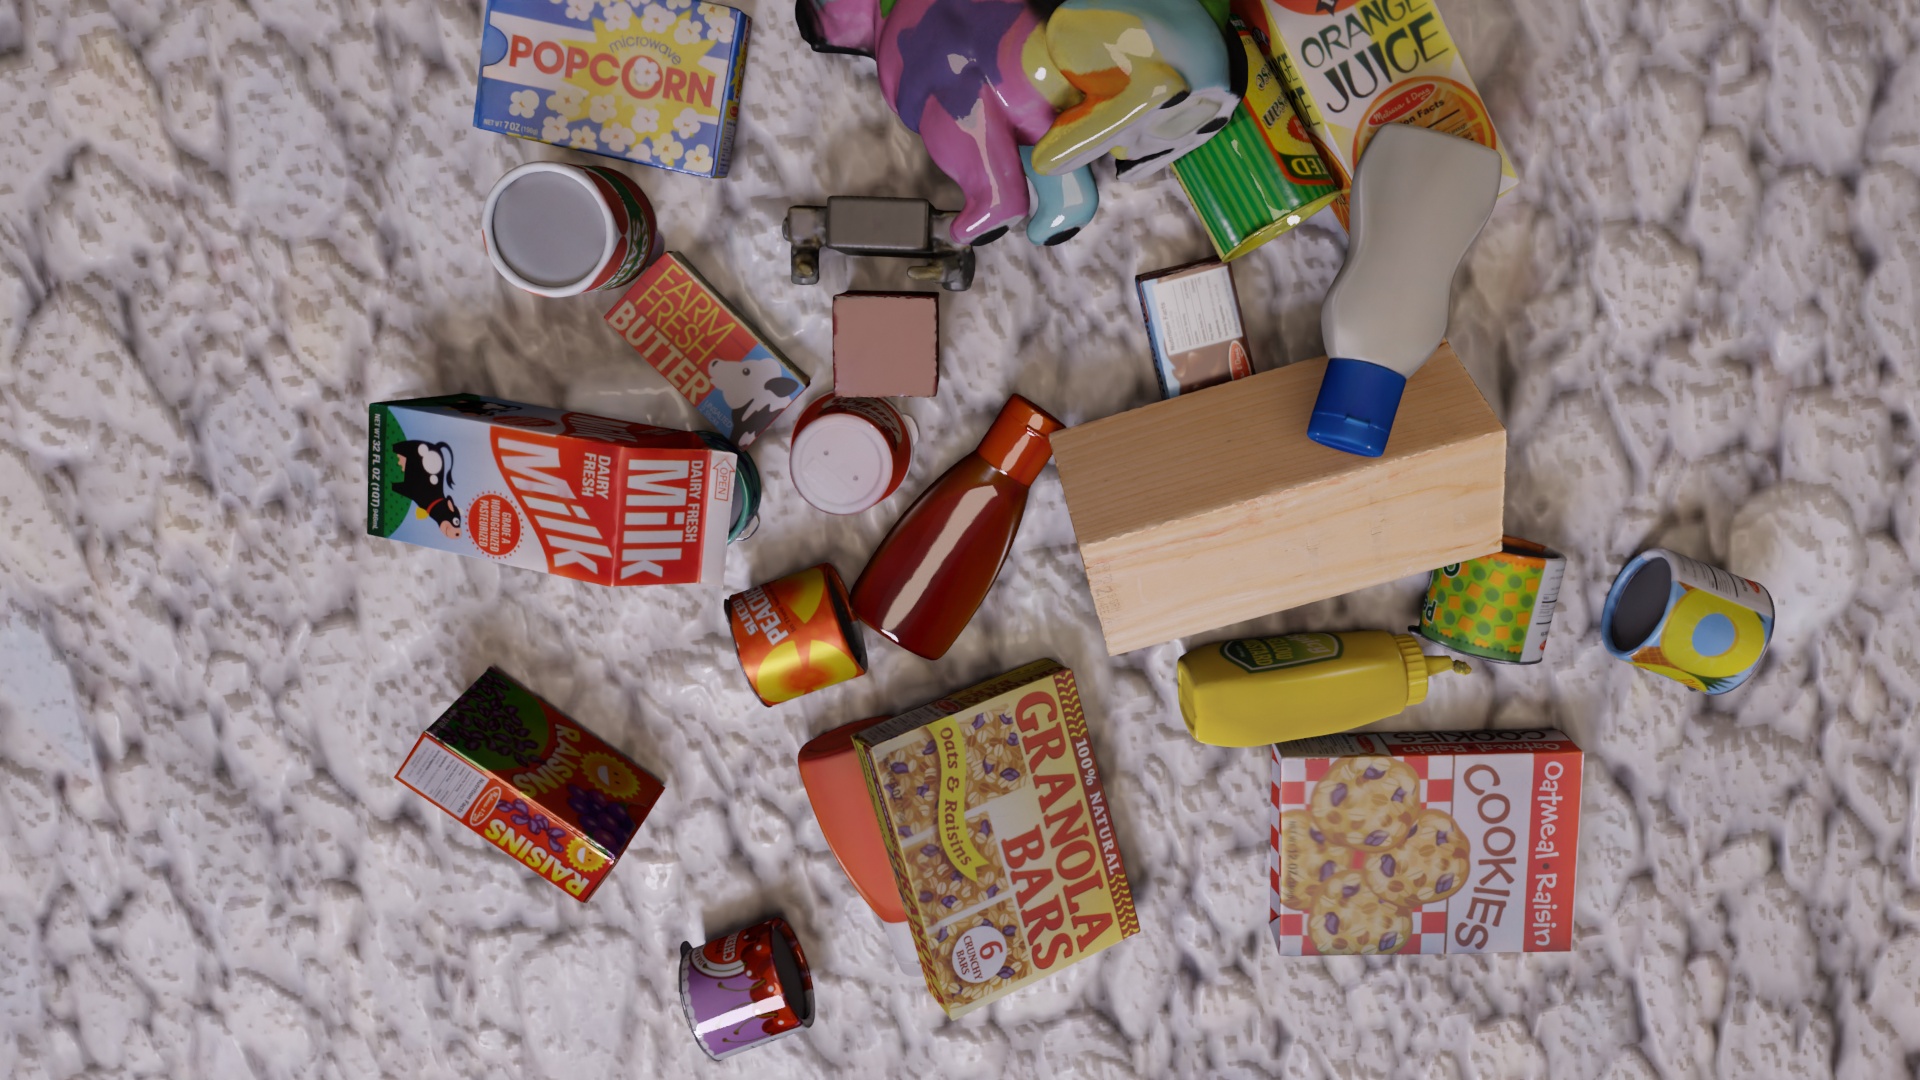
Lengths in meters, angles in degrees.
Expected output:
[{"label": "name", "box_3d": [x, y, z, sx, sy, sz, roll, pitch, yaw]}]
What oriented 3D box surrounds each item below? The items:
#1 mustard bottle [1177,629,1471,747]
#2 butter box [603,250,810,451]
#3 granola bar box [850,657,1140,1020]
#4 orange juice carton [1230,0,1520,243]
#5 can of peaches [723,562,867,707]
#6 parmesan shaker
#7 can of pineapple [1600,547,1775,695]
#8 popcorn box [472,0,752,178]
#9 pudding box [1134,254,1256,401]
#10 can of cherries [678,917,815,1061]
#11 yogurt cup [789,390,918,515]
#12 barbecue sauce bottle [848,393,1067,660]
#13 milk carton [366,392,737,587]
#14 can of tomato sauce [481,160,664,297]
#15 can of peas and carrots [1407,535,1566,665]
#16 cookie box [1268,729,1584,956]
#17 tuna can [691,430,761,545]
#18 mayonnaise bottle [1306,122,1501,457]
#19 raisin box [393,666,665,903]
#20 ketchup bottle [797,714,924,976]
[{"label": "mustard bottle", "box_3d": [0.202, 0.076, 0.766, 0.160, 0.065, 0.048, -8, 108, -3]}, {"label": "butter box", "box_3d": [-0.136, -0.102, 0.750, 0.103, 0.024, 0.053, 44, 99, -8]}, {"label": "granola bar box", "box_3d": [0.022, 0.164, 0.778, 0.124, 0.039, 0.165, -19, 103, -19]}, {"label": "orange juice carton", "box_3d": [0.193, -0.242, 0.689, 0.073, 0.072, 0.192, -29, 101, 7]}, {"label": "can of peaches", "box_3d": [-0.089, 0.050, 0.760, 0.058, 0.071, 0.071, -19, 102, 4]}, {"label": "parmesan shaker", "box_3d": [0.134, -0.200, 0.690, 0.071, 0.071, 0.103, -29, 90, 7]}, {"label": "can of pineapple", "box_3d": [0.391, 0.045, 0.752, 0.058, 0.071, 0.071, 21, 102, -3]}, {"label": "popcorn box", "box_3d": [-0.177, -0.240, 0.713, 0.127, 0.038, 0.085, 11, 104, -2]}, {"label": "pudding box", "box_3d": [0.126, -0.106, 0.741, 0.050, 0.030, 0.083, -15, 102, 3]}, {"label": "can of cherries", "box_3d": [-0.124, 0.258, 0.808, 0.058, 0.071, 0.071, -21, 102, 6]}, {"label": "yogurt cup", "box_3d": [-0.061, -0.045, 0.746, 0.072, 0.054, 0.072, 0, 103, 2]}, {"label": "barbecue sauce bottle", "box_3d": [0.003, -0.010, 0.758, 0.065, 0.044, 0.148, 32, 101, -11]}, {"label": "milk carton", "box_3d": [-0.203, -0.026, 0.715, 0.191, 0.073, 0.072, 11, 103, 17]}, {"label": "can of tomato sauce", "box_3d": [-0.196, -0.157, 0.708, 0.071, 0.083, 0.071, 0, 103, 1]}, {"label": "can of peas and carrots", "box_3d": [0.284, 0.029, 0.751, 0.071, 0.071, 0.058, 9, 102, -1]}, {"label": "cookie box", "box_3d": [0.264, 0.173, 0.797, 0.167, 0.040, 0.122, -2, 103, 2]}, {"label": "tuna can", "box_3d": [-0.143, -0.024, 0.763, 0.071, 0.033, 0.071, 0, 102, 1]}, {"label": "mayonnaise bottle", "box_3d": [0.199, -0.114, 0.643, 0.065, 0.041, 0.148, 18, 89, 6]}, {"label": "raisin box", "box_3d": [-0.235, 0.133, 0.772, 0.123, 0.086, 0.040, 36, 107, -7]}, {"label": "ketchup bottle", "box_3d": [-0.041, 0.178, 0.800, 0.065, 0.043, 0.148, -19, 102, -1]}]
